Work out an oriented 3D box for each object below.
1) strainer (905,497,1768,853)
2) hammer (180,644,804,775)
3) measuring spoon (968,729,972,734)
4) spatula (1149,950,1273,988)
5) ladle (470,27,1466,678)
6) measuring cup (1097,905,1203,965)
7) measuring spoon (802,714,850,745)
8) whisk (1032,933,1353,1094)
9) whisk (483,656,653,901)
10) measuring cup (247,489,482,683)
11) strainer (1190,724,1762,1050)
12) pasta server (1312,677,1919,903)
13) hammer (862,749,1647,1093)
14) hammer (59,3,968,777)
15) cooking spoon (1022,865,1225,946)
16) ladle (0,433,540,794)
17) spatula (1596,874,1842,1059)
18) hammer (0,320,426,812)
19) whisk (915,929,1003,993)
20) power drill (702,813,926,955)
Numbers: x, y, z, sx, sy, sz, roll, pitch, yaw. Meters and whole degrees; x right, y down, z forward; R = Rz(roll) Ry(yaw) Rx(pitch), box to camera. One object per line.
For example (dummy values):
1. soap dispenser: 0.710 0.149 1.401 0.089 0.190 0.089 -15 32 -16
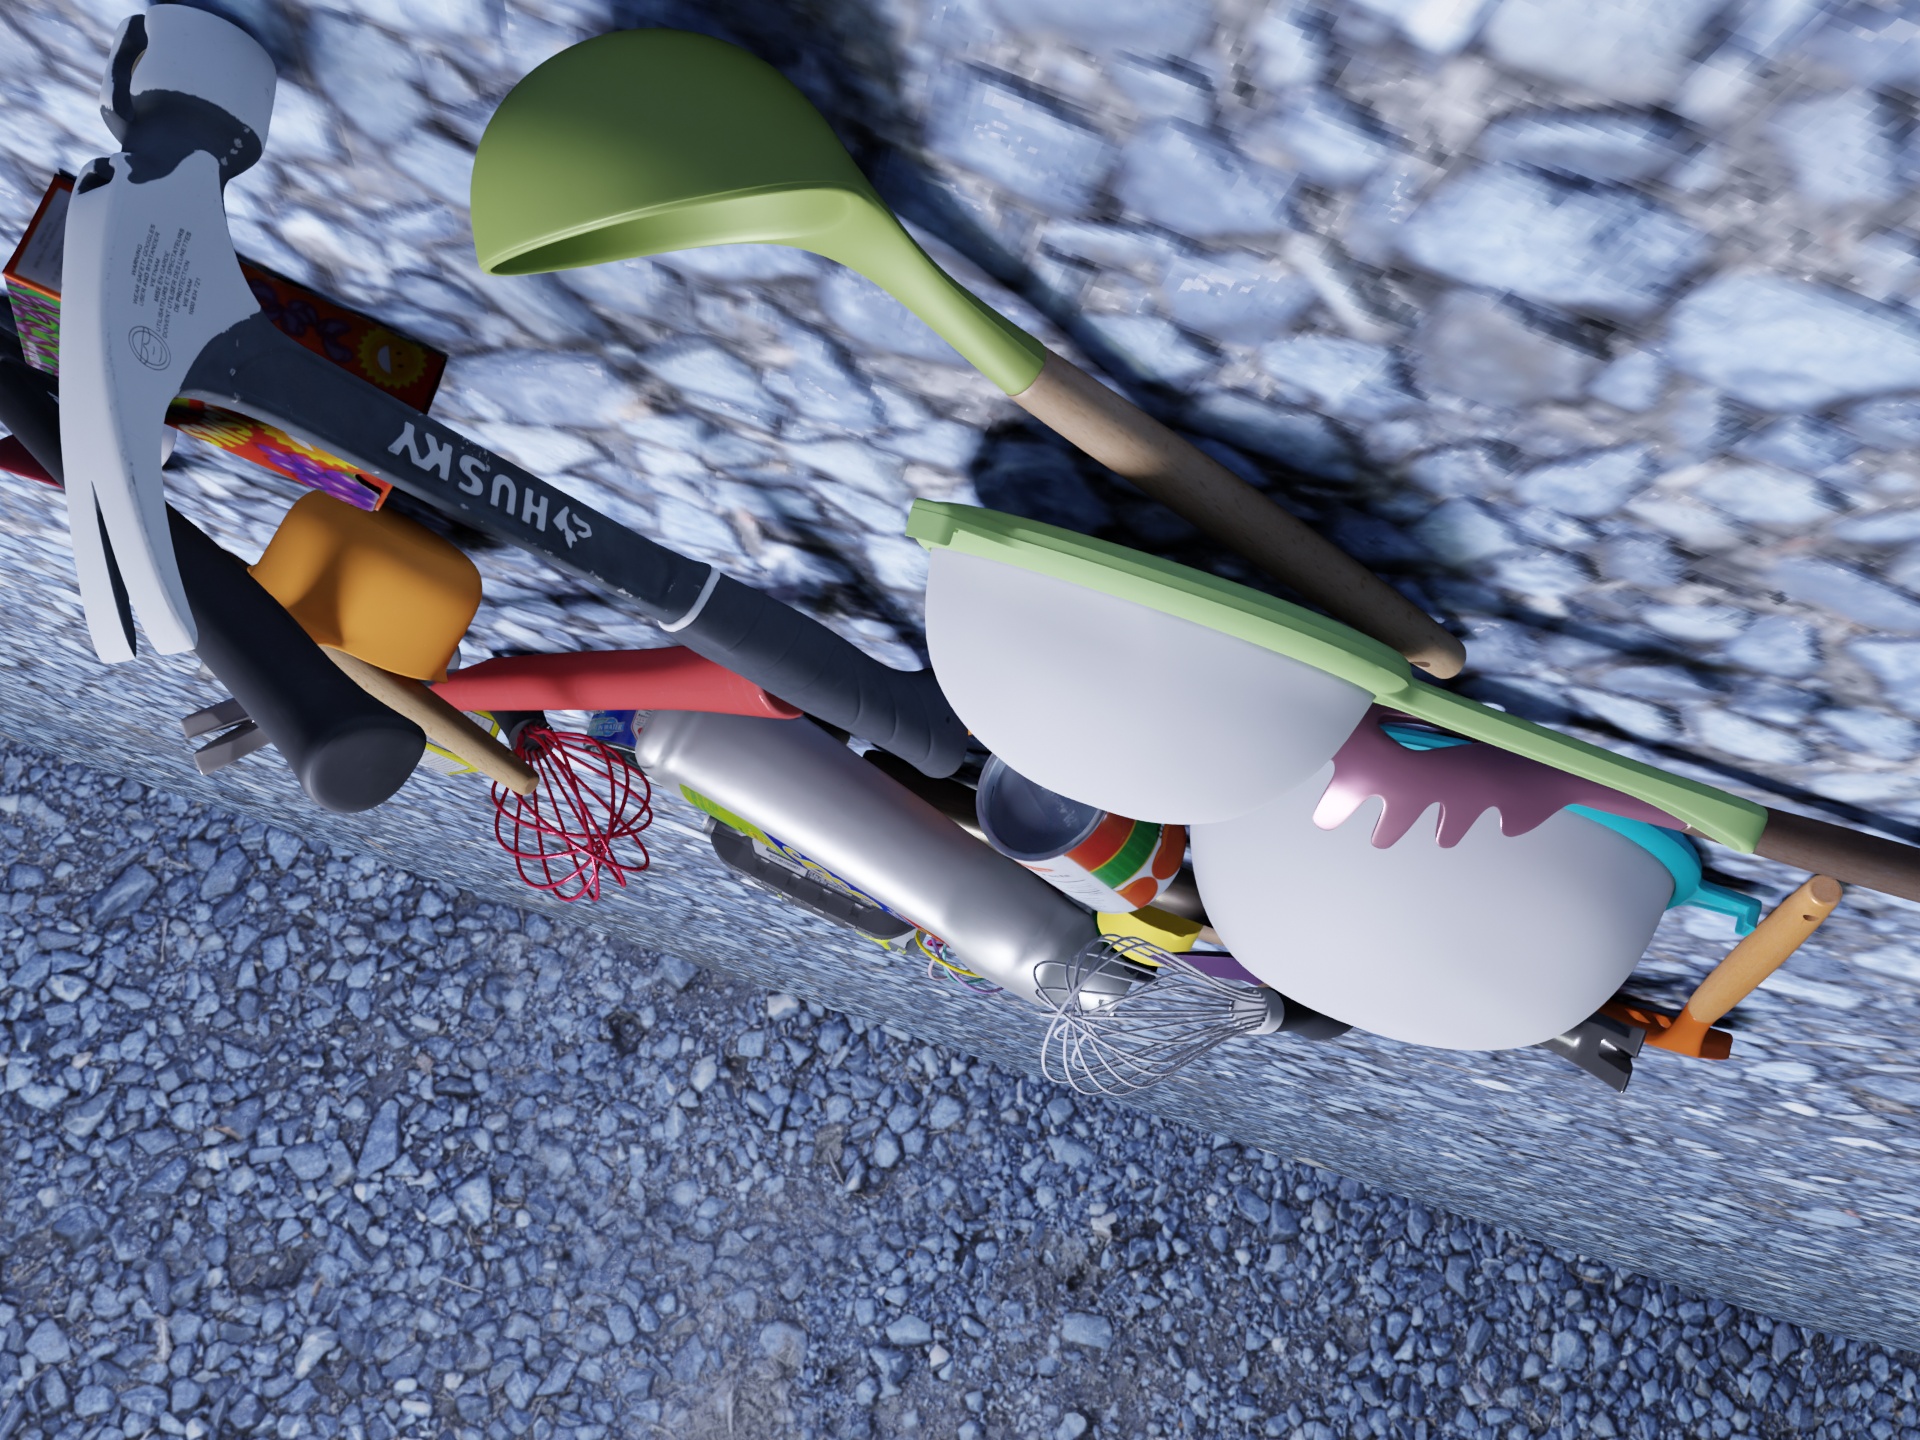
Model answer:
1. strainer: 0.098 0.009 0.461 0.256 0.069 0.151 20 -178 5
2. hammer: -0.209 -0.014 0.727 0.359 0.149 0.036 0 112 41
3. measuring spoon: -0.001 -0.002 0.731 0.021 0.011 0.117 23 168 -15
4. spatula: 0.173 0.146 0.910 0.060 0.018 0.315 -1 168 25
5. ladle: 0.031 -0.063 0.395 0.319 0.062 0.078 26 167 -36
6. measuring cup: 0.146 0.123 0.905 0.156 0.029 0.062 13 -157 -28
7. measuring spoon: -0.098 0.014 0.872 0.034 0.018 0.124 25 164 -25
8. whisk: 0.124 0.134 0.739 0.070 0.070 0.284 6 176 38
9. whisk: -0.211 0.016 0.797 0.073 0.073 0.296 27 -175 -29
10. measuring cup: -0.247 -0.057 0.635 0.095 0.052 0.173 31 -177 -5
11. strainer: 0.132 0.057 0.623 0.340 0.095 0.211 25 163 -28
12. pasta server: 0.262 0.041 0.530 0.316 0.060 0.040 15 142 -4
13. hammer: 0.138 0.097 0.818 0.410 0.038 0.146 19 180 2
14. hammer: -0.099 -0.041 0.517 0.036 0.149 0.408 -5 163 27
15. cooking spoon: 0.141 0.126 0.996 0.319 0.017 0.068 14 176 15
16. ladle: -0.307 -0.054 0.699 0.315 0.031 0.069 32 -168 14
17. spatula: 0.350 0.118 0.734 0.081 0.041 0.322 14 160 17
18. hammer: -0.271 -0.066 0.518 0.335 0.035 0.146 36 -179 35
19. whisk: 0.046 0.132 0.981 0.047 0.051 0.244 -1 177 30
20. power drill: -0.090 0.088 1.013 0.171 0.080 0.223 25 168 -1
